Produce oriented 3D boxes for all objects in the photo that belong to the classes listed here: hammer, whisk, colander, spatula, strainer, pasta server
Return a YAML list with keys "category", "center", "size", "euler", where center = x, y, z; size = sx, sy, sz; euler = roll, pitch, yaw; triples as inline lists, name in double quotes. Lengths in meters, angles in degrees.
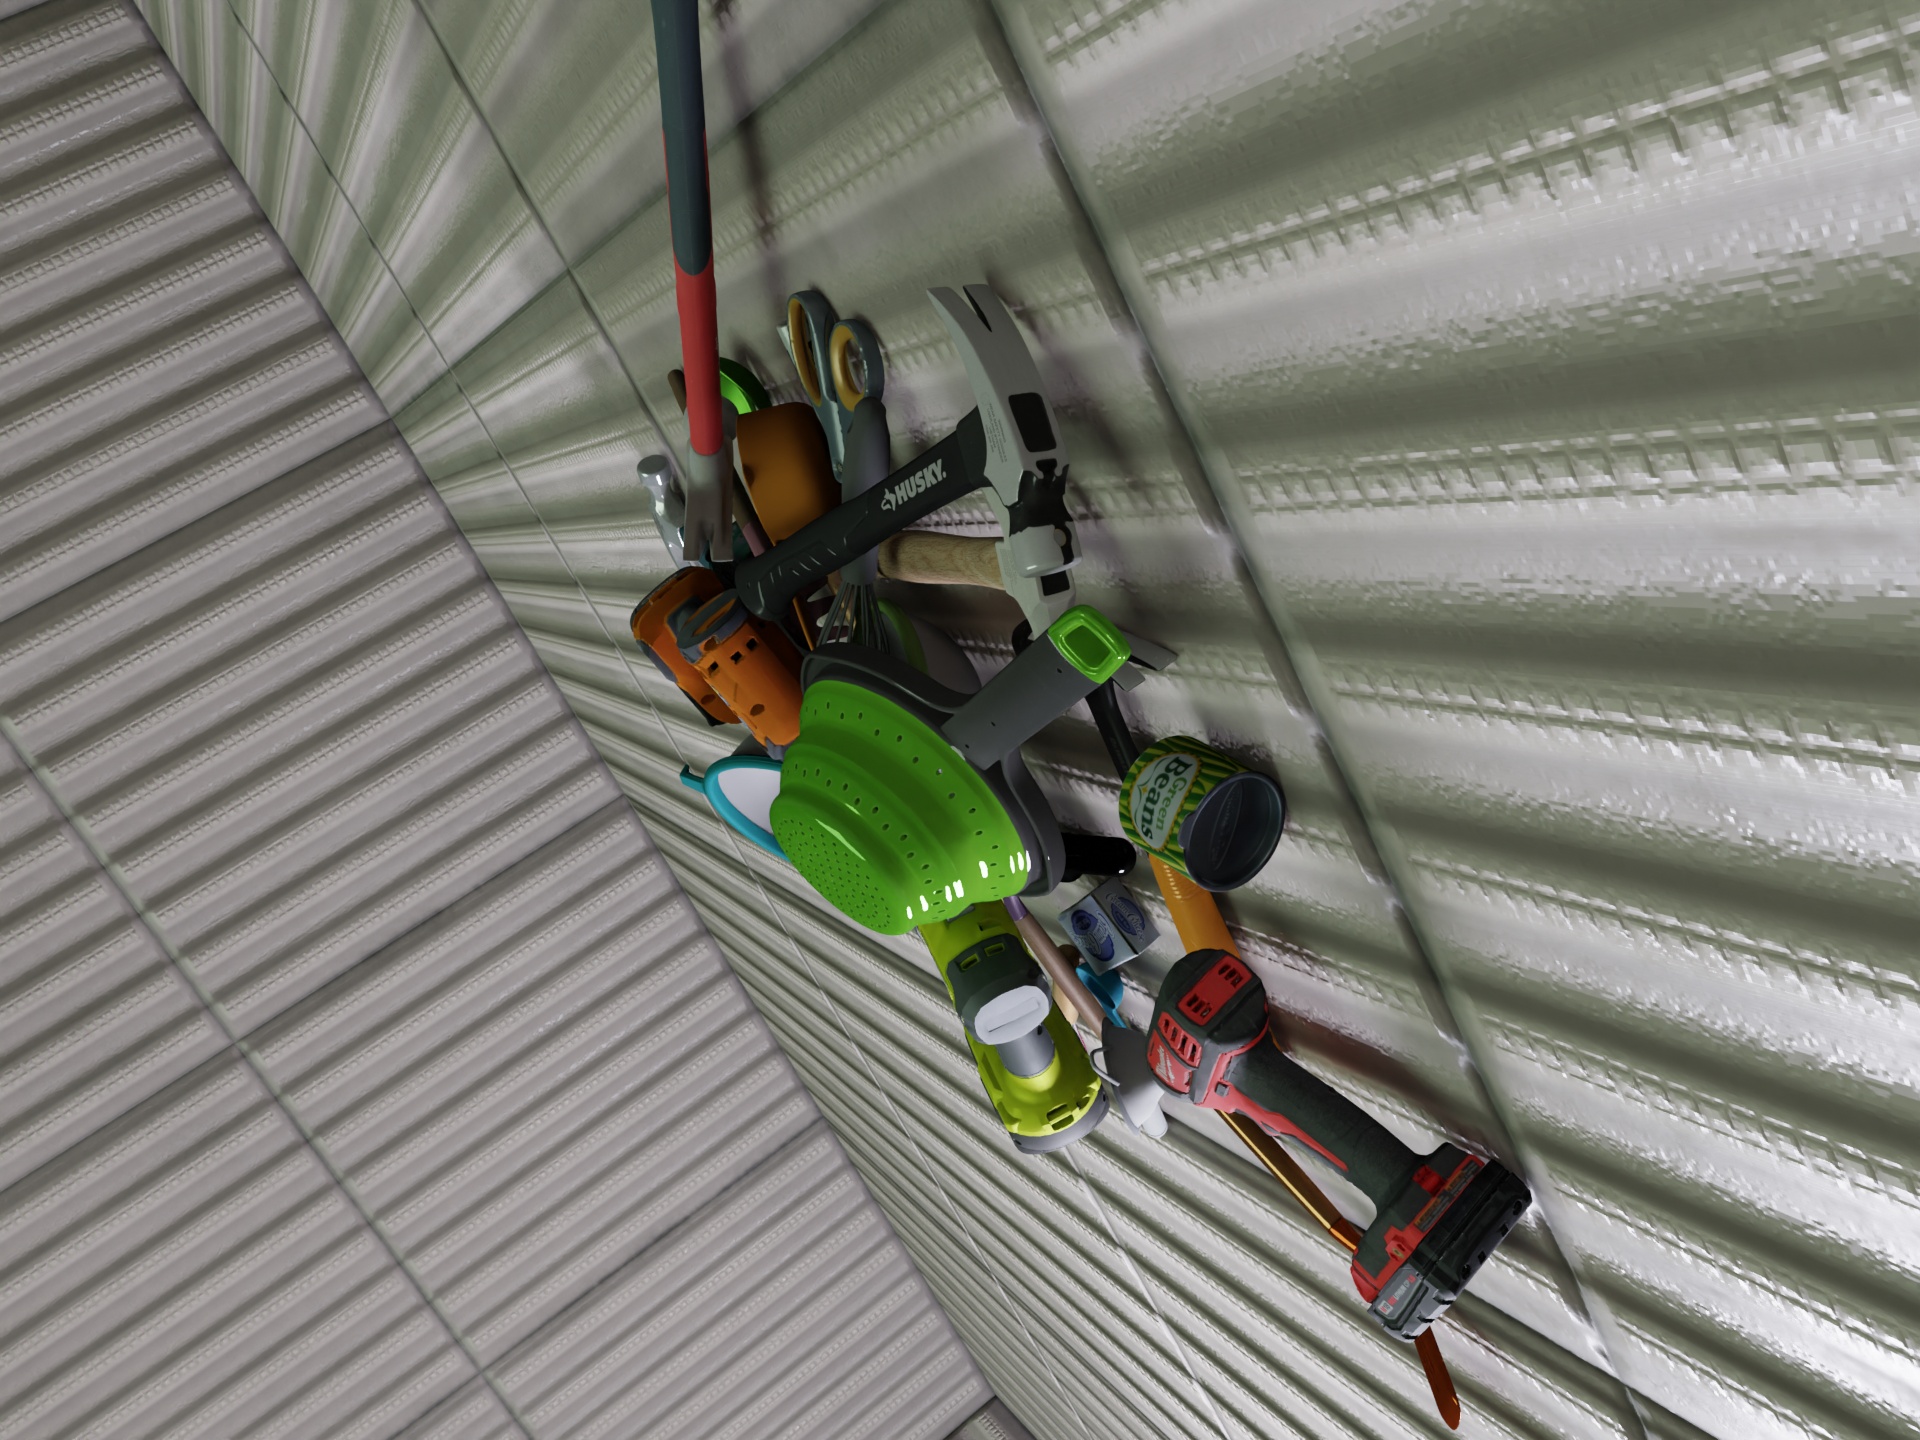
- category: "hammer"
  center: [-0.155, -0.268, 0.919]
  size: [0.386, 0.038, 0.143]
  euler: [96, 171, -50]
- category: "whisk"
  center: [-0.064, -0.089, 0.979]
  size: [0.055, 0.055, 0.238]
  euler: [42, 139, 36]
- category: "hammer"
  center: [0.132, 0.090, 0.934]
  size: [0.127, 0.034, 0.336]
  euler: [24, 144, 60]
- category: "colander"
  center: [-0.019, 0.036, 0.868]
  size: [0.204, 0.094, 0.397]
  euler: [45, 155, -2]
- category: "spatula"
  center: [0.055, 0.164, 1.202]
  size: [0.060, 0.018, 0.315]
  euler: [-9, 127, 44]
- category: "hammer"
  center: [-0.050, -0.117, 0.876]
  size: [0.335, 0.035, 0.146]
  euler: [-18, 86, 59]
- category: "whisk"
  center: [0.087, 0.259, 1.325]
  size: [0.051, 0.047, 0.244]
  euler: [46, 156, 31]
- category: "strainer"
  center: [-0.053, 0.043, 1.245]
  size: [0.210, 0.095, 0.340]
  euler: [38, 149, -30]
- category: "hammer"
  center: [-0.013, -0.099, 0.947]
  size: [0.331, 0.031, 0.130]
  euler: [-160, 56, -68]
- category: "pasta server"
  center: [-0.154, -0.161, 1.165]
  size: [0.060, 0.040, 0.317]
  euler: [85, 160, -53]
- category: "strainer"
  center: [-0.002, -0.003, 1.030]
  size: [0.256, 0.069, 0.151]
  euler: [-161, 66, -65]
- category: "hammer"
  center: [-0.179, -0.105, 1.390]
  size: [0.331, 0.033, 0.128]
  euler: [43, 157, 34]
- category: "spatula"
  center: [0.230, 0.329, 1.079]
  size: [0.323, 0.041, 0.081]
  euler: [46, 167, 31]
- category: "strainer"
  center: [0.139, 0.282, 1.201]
  size: [0.258, 0.050, 0.087]
  euler: [65, -167, -62]

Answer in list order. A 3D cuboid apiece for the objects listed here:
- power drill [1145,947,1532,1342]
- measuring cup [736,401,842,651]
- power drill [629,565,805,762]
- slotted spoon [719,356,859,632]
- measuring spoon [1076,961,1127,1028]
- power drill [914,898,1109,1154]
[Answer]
- category: "power drill"
  center: [0.196, 0.234, 0.897]
  size: [0.220, 0.078, 0.143]
  euler: [40, 154, 23]
- category: "measuring cup"
  center: [-0.096, -0.124, 1.044]
  size: [0.095, 0.052, 0.173]
  euler: [-53, -53, -83]
- category: "power drill"
  center: [-0.153, -0.029, 1.160]
  size: [0.164, 0.084, 0.227]
  euler: [52, 170, -23]
- category: "slotted spoon"
  center: [-0.105, -0.132, 1.168]
  size: [0.070, 0.031, 0.313]
  euler: [24, 145, 59]
- category: "measuring spoon"
  center: [0.125, 0.222, 1.215]
  size: [0.042, 0.021, 0.128]
  euler: [31, 159, 48]
- category: "power drill"
  center: [0.022, 0.184, 1.125]
  size: [0.191, 0.080, 0.228]
  euler: [59, 174, 47]
